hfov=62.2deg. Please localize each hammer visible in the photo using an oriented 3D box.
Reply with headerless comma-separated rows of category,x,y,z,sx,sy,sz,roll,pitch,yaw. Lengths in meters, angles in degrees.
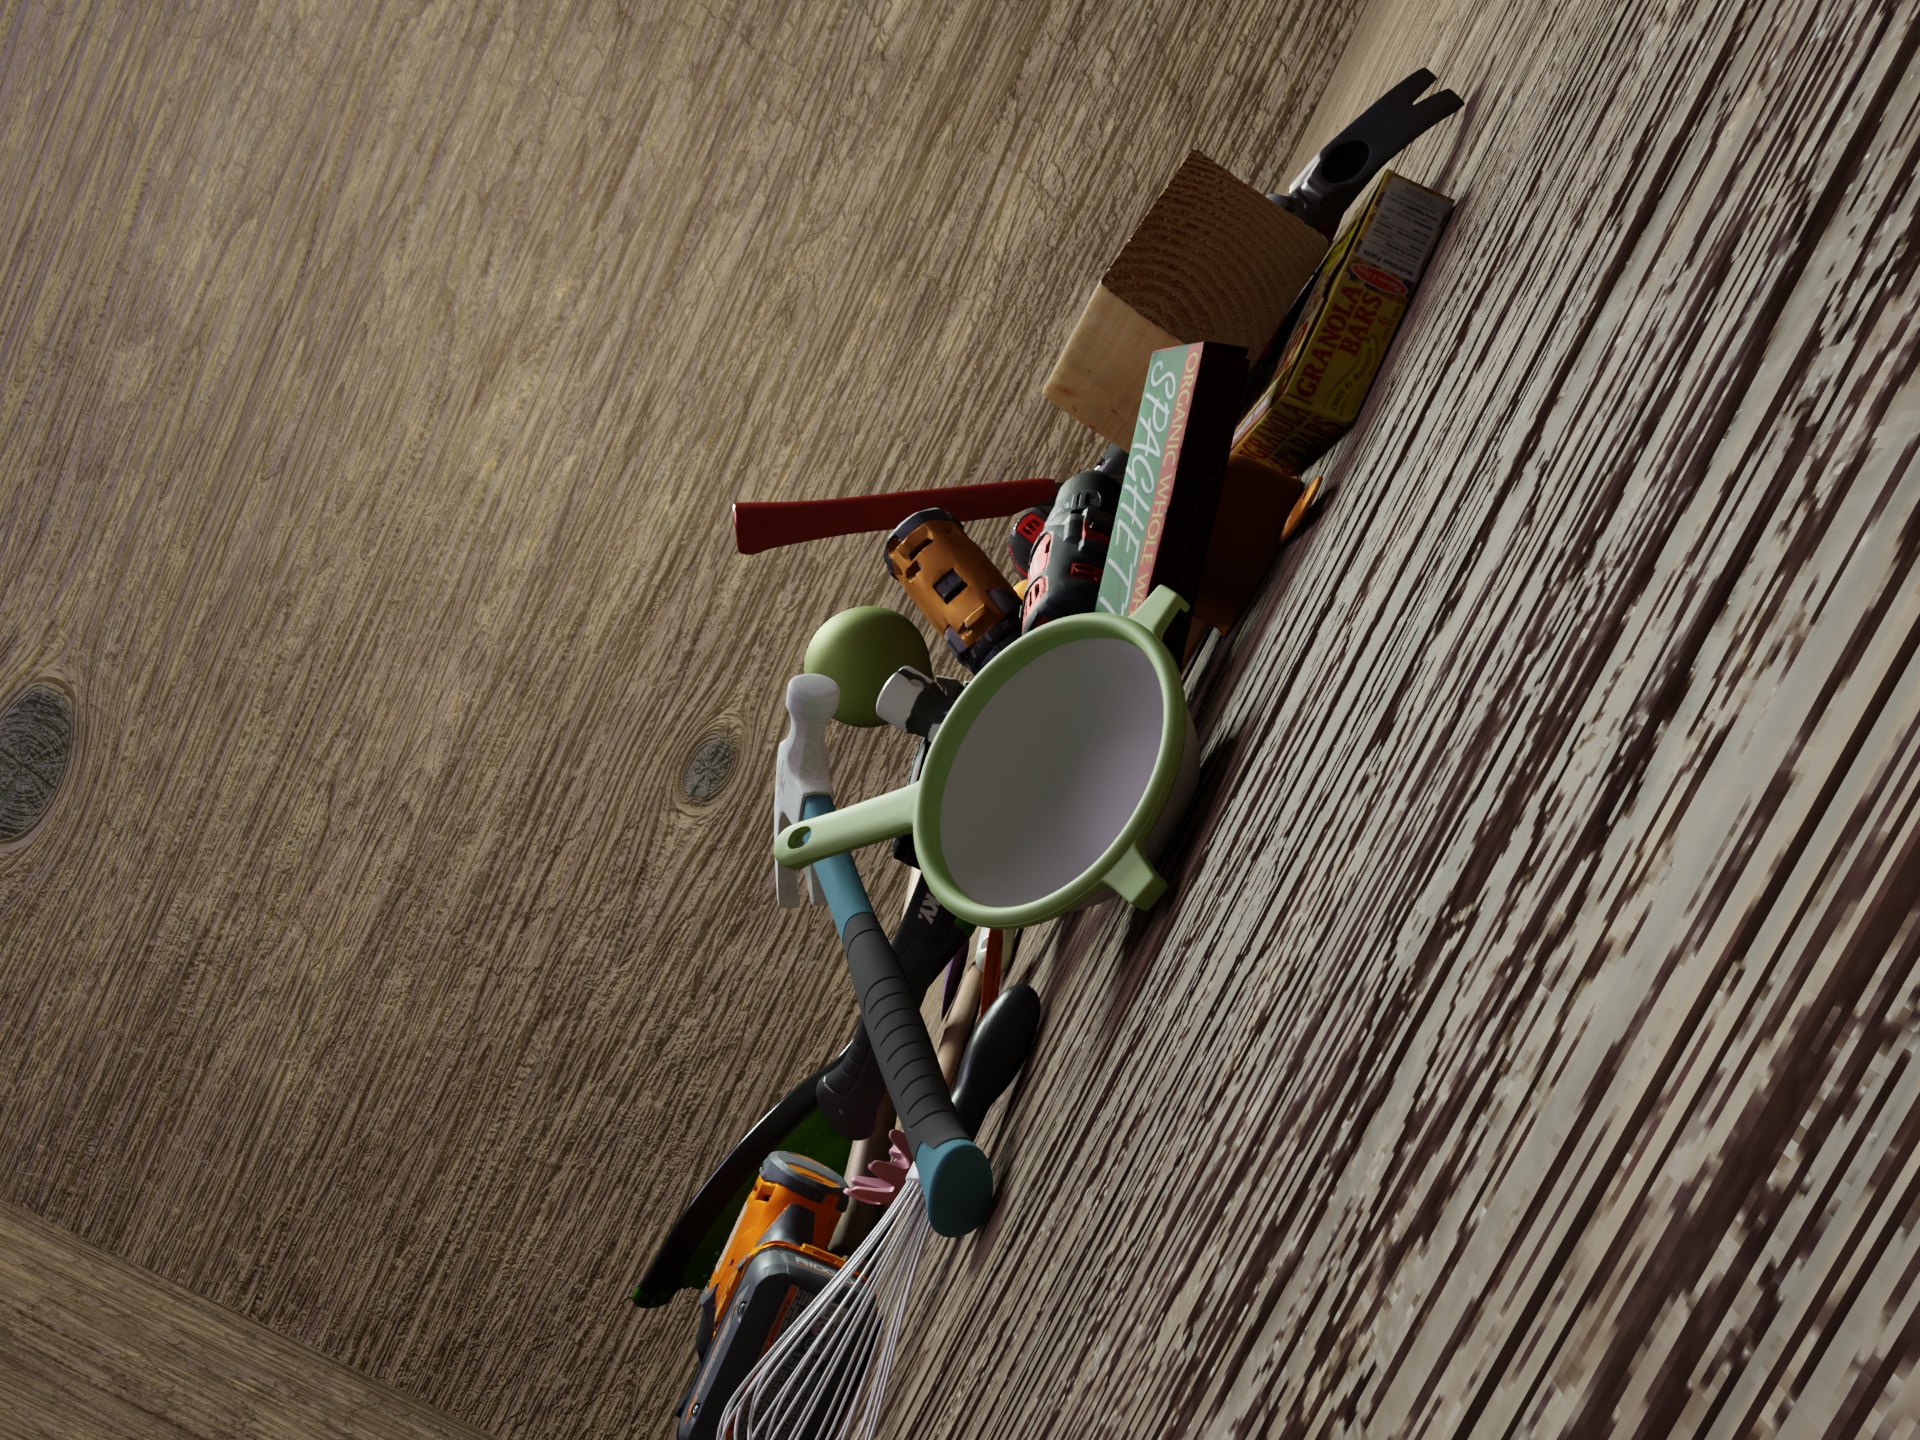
hammer,0.215,-0.267,1.049,0.143,0.038,0.386,-42,-9,-10
hammer,-0.048,0.118,0.817,0.331,0.033,0.128,-118,32,-50
hammer,-0.037,0.169,1.138,0.146,0.038,0.411,90,-169,-67
hammer,-0.020,0.134,0.922,0.035,0.146,0.334,-40,-23,-50
hammer,0.019,-0.159,1.134,0.149,0.359,0.037,117,145,-75

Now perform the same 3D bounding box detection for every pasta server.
pasta server,-0.017,0.235,1.088,0.060,0.040,0.316,-54,2,19

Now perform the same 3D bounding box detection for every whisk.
whisk,-0.028,0.247,0.758,0.285,0.070,0.070,-59,-3,-29
whisk,0.037,0.114,1.199,0.058,0.059,0.246,-23,21,18

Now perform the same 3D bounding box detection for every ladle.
ladle,-0.002,-0.003,1.089,0.078,0.062,0.320,-51,-29,7

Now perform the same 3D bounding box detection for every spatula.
spatula,0.074,0.067,0.954,0.322,0.041,0.081,-60,2,20
spatula,0.004,0.157,1.305,0.315,0.018,0.060,97,-164,-53

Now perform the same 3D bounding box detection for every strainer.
strainer,0.016,0.045,0.746,0.256,0.069,0.152,-20,51,41

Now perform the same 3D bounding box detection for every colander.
colander,-0.076,0.308,1.206,0.397,0.094,0.204,-50,-15,-13

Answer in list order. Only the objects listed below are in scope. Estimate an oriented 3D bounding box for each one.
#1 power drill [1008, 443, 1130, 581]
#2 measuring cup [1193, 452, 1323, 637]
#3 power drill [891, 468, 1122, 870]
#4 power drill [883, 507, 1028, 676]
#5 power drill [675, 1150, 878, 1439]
power drill,0.126,-0.189,1.297,0.219,0.078,0.143,-49,-13,-3
measuring cup,0.136,-0.102,0.789,0.173,0.052,0.095,102,-166,-82
power drill,0.041,-0.029,0.935,0.188,0.080,0.226,-78,11,-56
power drill,0.048,-0.046,1.137,0.084,0.185,0.226,-41,-23,9
power drill,-0.118,0.368,0.960,0.164,0.084,0.226,-66,8,-4
